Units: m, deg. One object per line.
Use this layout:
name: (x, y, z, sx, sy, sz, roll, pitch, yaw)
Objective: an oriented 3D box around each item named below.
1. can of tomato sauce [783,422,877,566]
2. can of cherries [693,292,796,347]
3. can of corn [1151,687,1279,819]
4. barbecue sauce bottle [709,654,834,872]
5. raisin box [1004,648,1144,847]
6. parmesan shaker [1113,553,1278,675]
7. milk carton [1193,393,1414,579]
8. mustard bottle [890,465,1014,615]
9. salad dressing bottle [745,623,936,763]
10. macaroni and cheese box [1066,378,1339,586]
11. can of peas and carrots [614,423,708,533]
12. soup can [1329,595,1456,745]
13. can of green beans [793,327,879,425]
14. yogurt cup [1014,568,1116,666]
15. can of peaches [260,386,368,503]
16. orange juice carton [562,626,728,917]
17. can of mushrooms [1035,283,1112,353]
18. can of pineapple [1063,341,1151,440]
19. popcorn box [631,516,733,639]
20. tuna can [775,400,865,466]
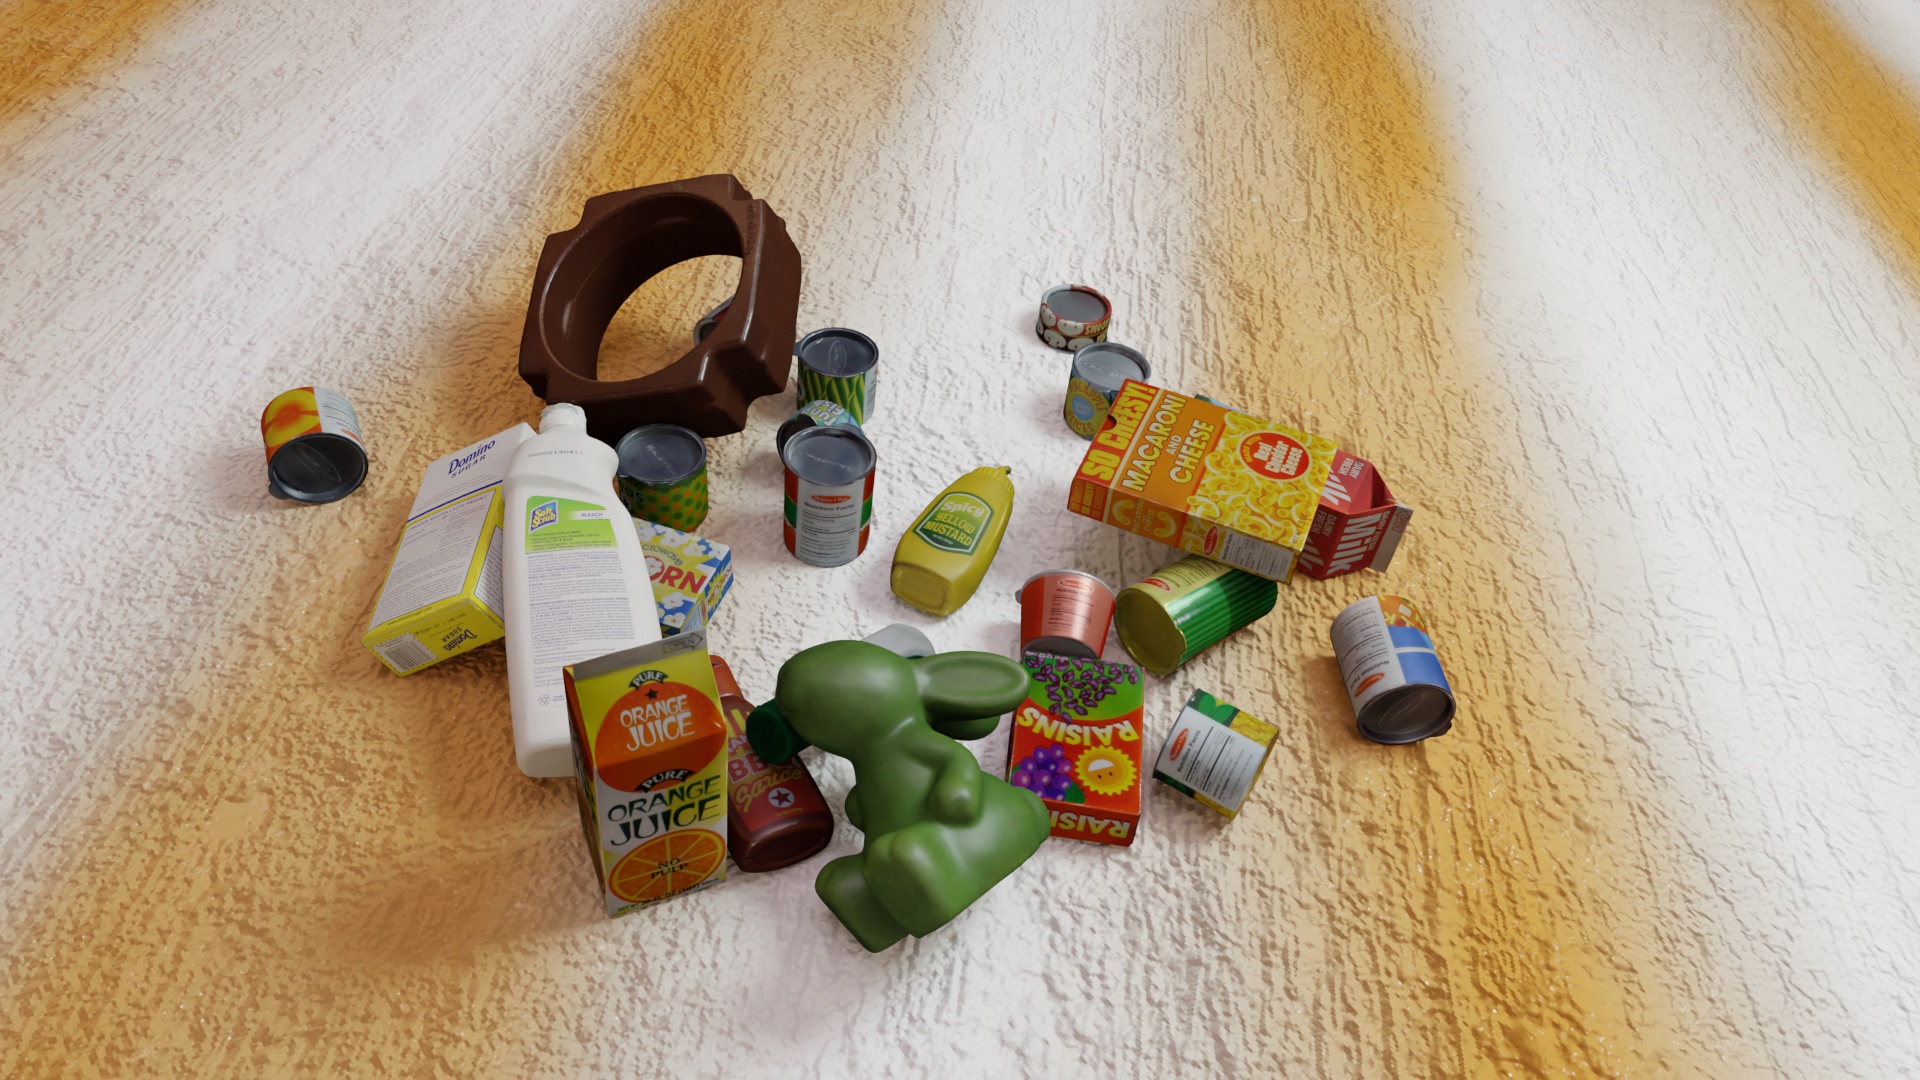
can of tomato sauce: (-0.097, -0.034, 1.020, 0.071, 0.082, 0.071, 4, 44, -4)
can of cherries: (-0.179, -0.170, 1.163, 0.071, 0.071, 0.059, 26, 47, 18)
can of corn: (0.165, 0.137, 0.897, 0.058, 0.070, 0.071, 27, 47, 18)
barbecue sauce bottle: (-0.136, 0.135, 0.867, 0.065, 0.043, 0.149, -10, 45, -31)
raisin box: (0.074, 0.134, 0.904, 0.086, 0.039, 0.124, 9, 43, 1)
parmesan shaker: (0.170, 0.046, 0.989, 0.103, 0.071, 0.071, -25, 53, -30)
milk carton: (0.250, -0.036, 1.082, 0.191, 0.072, 0.074, 25, 47, 16)
mustard bottle: (0.004, -0.013, 1.038, 0.065, 0.048, 0.161, 22, 45, 11)
salad dressing bottle: (-0.074, 0.097, 0.884, 0.044, 0.064, 0.148, 38, 34, 20)
macaroni and cheese box: (0.177, -0.047, 1.007, 0.166, 0.040, 0.124, 19, 48, 13)
can of peas and carrots: (-0.222, -0.043, 1.028, 0.071, 0.058, 0.071, 4, 44, -4)
soup can: (0.301, 0.090, 0.965, 0.071, 0.071, 0.084, 3, 44, -6)
can of green beans: (-0.102, -0.133, 1.140, 0.071, 0.057, 0.071, 4, 44, -4)
yogurt cup: (0.072, 0.061, 0.963, 0.072, 0.072, 0.054, 10, 52, 2)
can of peaches: (-0.474, -0.069, 1.014, 0.071, 0.070, 0.058, -14, 48, -22)
orange juice carton: (-0.174, 0.120, 0.770, 0.072, 0.191, 0.073, -13, 49, -22)
can of mushrooms: (0.105, -0.201, 1.260, 0.071, 0.033, 0.071, 4, 43, -4)
can of pineapple: (0.121, -0.124, 1.164, 0.071, 0.057, 0.071, 4, 44, -4)
popcorn box: (-0.234, 0.027, 0.969, 0.127, 0.038, 0.085, 16, 45, 8)
tuna can: (-0.107, -0.075, 1.071, 0.071, 0.070, 0.033, 26, 45, 18)
